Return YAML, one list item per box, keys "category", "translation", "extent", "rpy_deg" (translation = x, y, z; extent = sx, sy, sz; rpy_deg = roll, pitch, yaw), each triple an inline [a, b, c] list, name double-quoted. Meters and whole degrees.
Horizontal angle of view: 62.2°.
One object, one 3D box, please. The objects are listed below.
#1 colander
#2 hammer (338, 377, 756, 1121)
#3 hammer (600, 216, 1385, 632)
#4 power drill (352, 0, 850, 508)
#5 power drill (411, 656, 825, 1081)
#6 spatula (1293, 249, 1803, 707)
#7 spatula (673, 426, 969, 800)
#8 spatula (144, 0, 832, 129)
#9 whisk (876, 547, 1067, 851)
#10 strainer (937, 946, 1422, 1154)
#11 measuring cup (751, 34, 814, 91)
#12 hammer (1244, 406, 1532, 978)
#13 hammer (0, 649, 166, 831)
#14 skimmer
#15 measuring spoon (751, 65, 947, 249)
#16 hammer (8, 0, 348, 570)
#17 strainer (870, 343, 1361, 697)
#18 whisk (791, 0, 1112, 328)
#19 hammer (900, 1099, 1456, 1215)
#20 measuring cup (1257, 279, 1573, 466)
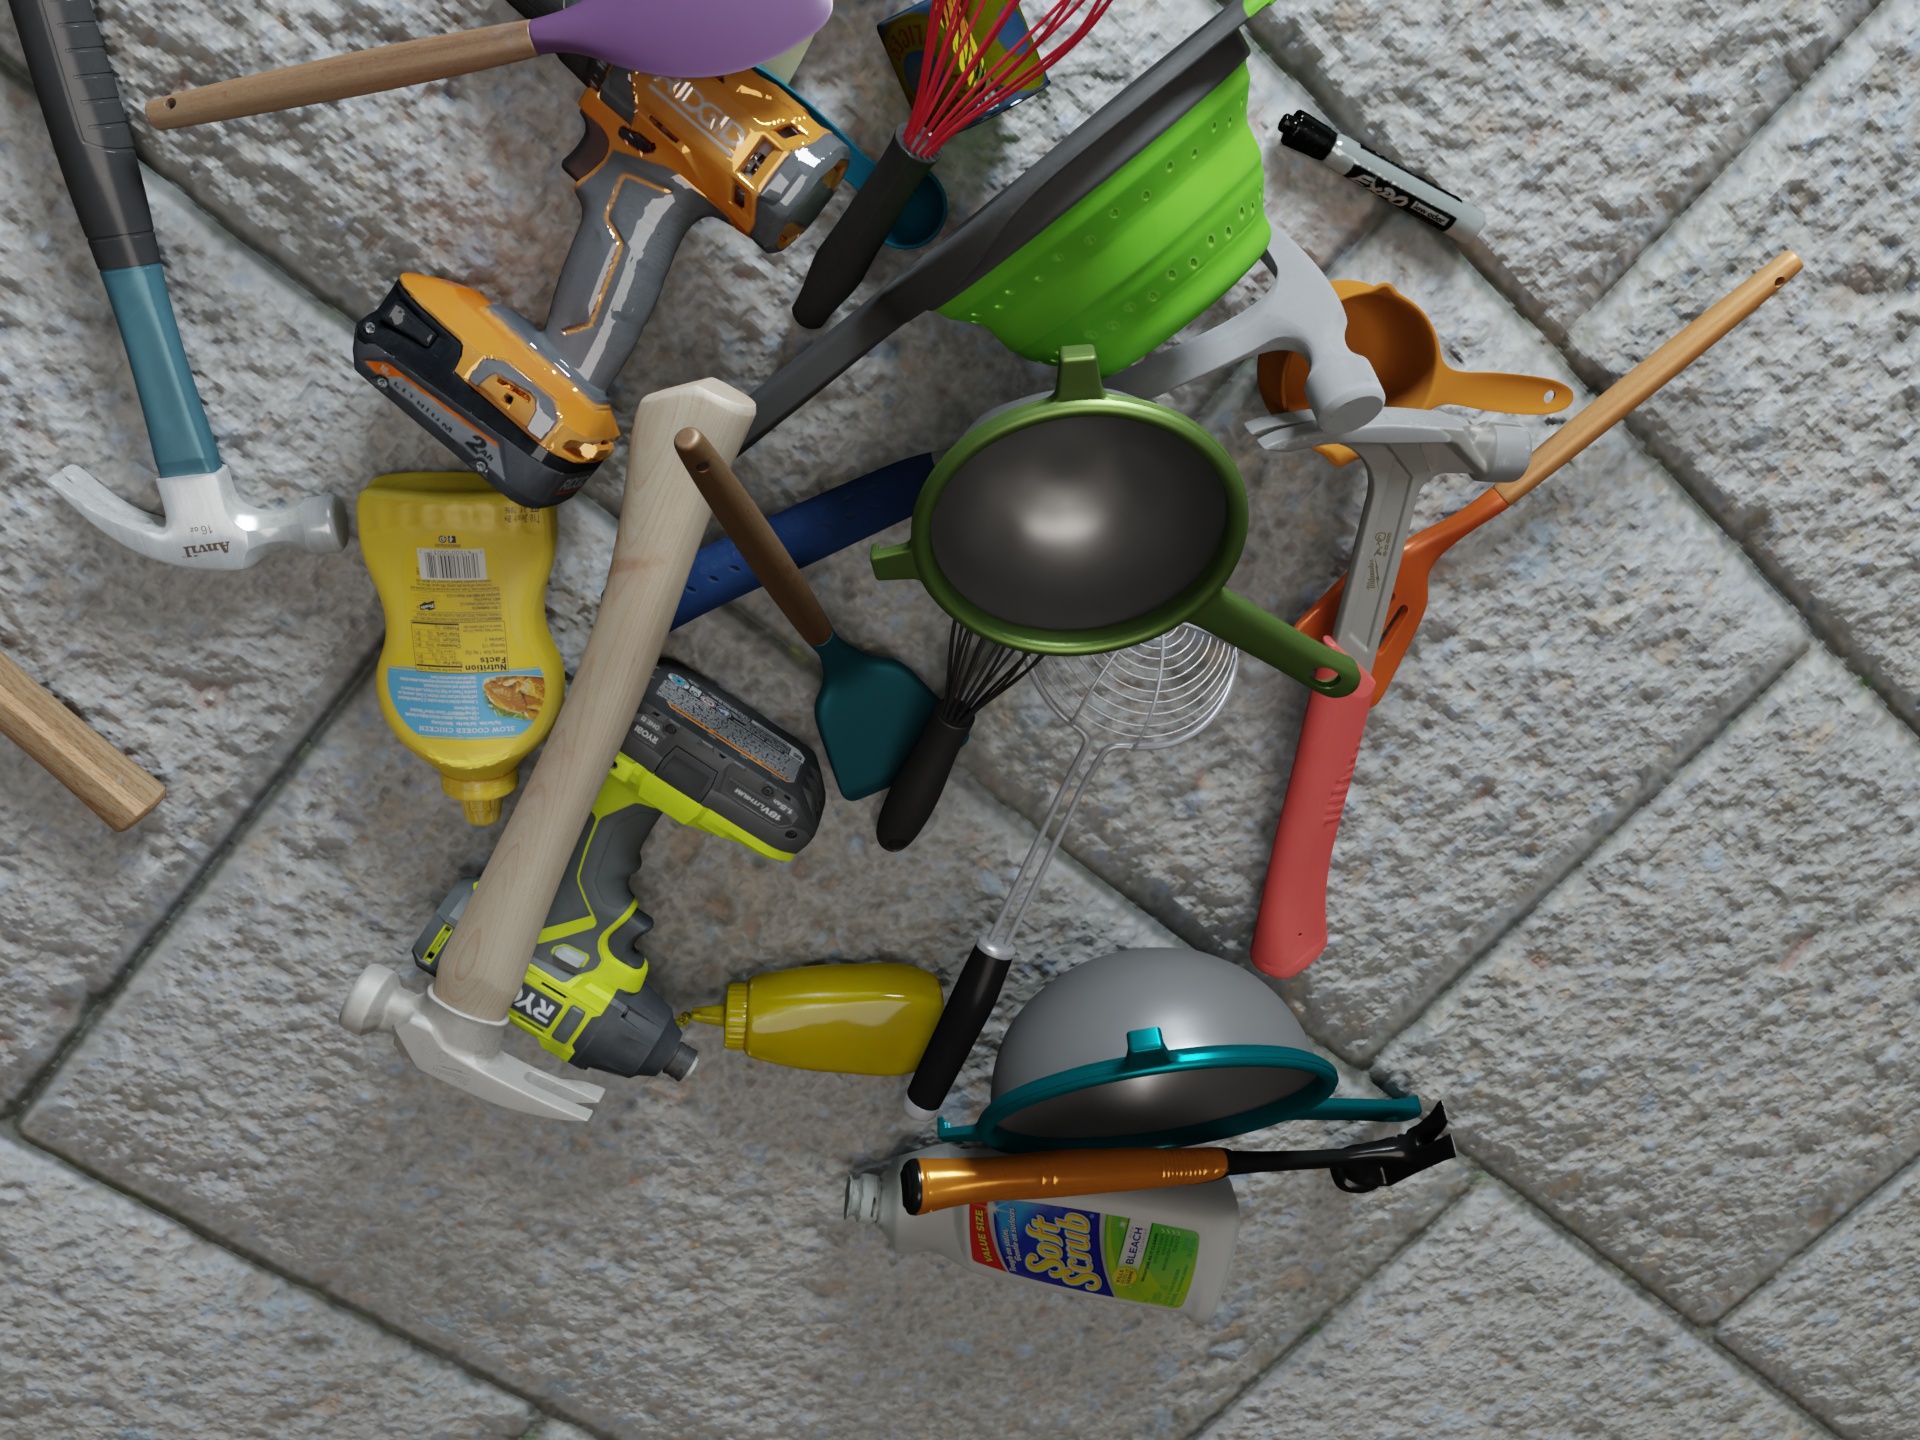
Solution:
- category: "colander"
  translation: [0.009, -0.181, 0.754]
  extent: [0.397, 0.205, 0.094]
  rpy_deg: [-32, 106, 27]
- category: "hammer"
  translation: [-0.186, 0.024, 0.805]
  extent: [0.146, 0.038, 0.410]
  rpy_deg: [26, 111, -4]
- category: "hammer"
  translation: [-0.002, -0.135, 0.816]
  extent: [0.405, 0.144, 0.035]
  rpy_deg: [-23, 155, 11]
- category: "power drill"
  translation: [-0.188, -0.237, 0.745]
  extent: [0.185, 0.084, 0.226]
  rpy_deg: [40, 102, -4]
- category: "power drill"
  translation: [-0.179, 0.092, 0.889]
  extent: [0.171, 0.080, 0.223]
  rpy_deg: [34, 108, -9]
- category: "spatula"
  translation: [0.320, -0.134, 0.869]
  extent: [0.322, 0.041, 0.081]
  rpy_deg: [-41, 121, 19]
- category: "spatula"
  translation: [-0.074, -0.048, 0.799]
  extent: [0.082, 0.044, 0.317]
  rpy_deg: [-27, 153, 2]
- category: "spatula"
  translation: [-0.210, -0.292, 0.697]
  extent: [0.316, 0.018, 0.060]
  rpy_deg: [-7, 84, 8]
- category: "whisk"
  translation: [-0.001, -0.003, 0.860]
  extent: [0.055, 0.055, 0.238]
  rpy_deg: [15, 135, -13]
- category: "strainer"
  translation: [0.161, 0.200, 0.980]
  extent: [0.340, 0.095, 0.211]
  rpy_deg: [11, 147, -35]
- category: "measuring cup"
  translation: [-0.065, -0.353, 0.747]
  extent: [0.083, 0.038, 0.167]
  rpy_deg: [26, 124, -21]
- category: "hammer"
  translation: [0.202, -0.002, 0.895]
  extent: [0.149, 0.037, 0.358]
  rpy_deg: [-1, 122, -12]
- category: "hammer"
  translation: [-0.547, -0.063, 0.806]
  extent: [0.130, 0.031, 0.331]
  rpy_deg: [-37, 113, 8]
- category: "skimmer"
  translation: [0.044, 0.066, 0.910]
  extent: [0.127, 0.090, 0.363]
  rpy_deg: [20, 111, -9]
- category: "measuring spoon"
  translation: [-0.061, -0.281, 0.779]
  extent: [0.128, 0.021, 0.042]
  rpy_deg: [34, 117, -19]
- category: "hammer"
  translation: [-0.396, -0.230, 0.753]
  extent: [0.128, 0.033, 0.330]
  rpy_deg: [-8, 114, -5]
- category: "strainer"
  translation: [0.094, -0.084, 0.753]
  extent: [0.256, 0.069, 0.151]
  rpy_deg: [25, 131, -29]
- category: "whisk"
  translation: [-0.010, -0.269, 0.702]
  extent: [0.073, 0.073, 0.295]
  rpy_deg: [26, 144, -17]
- category: "hammer"
  translation: [0.130, 0.272, 0.968]
  extent: [0.336, 0.034, 0.127]
  rpy_deg: [1, 153, -16]
- category: "measuring cup"
  translation: [0.240, -0.185, 0.847]
  extent: [0.173, 0.052, 0.095]
  rpy_deg: [2, 114, -17]
